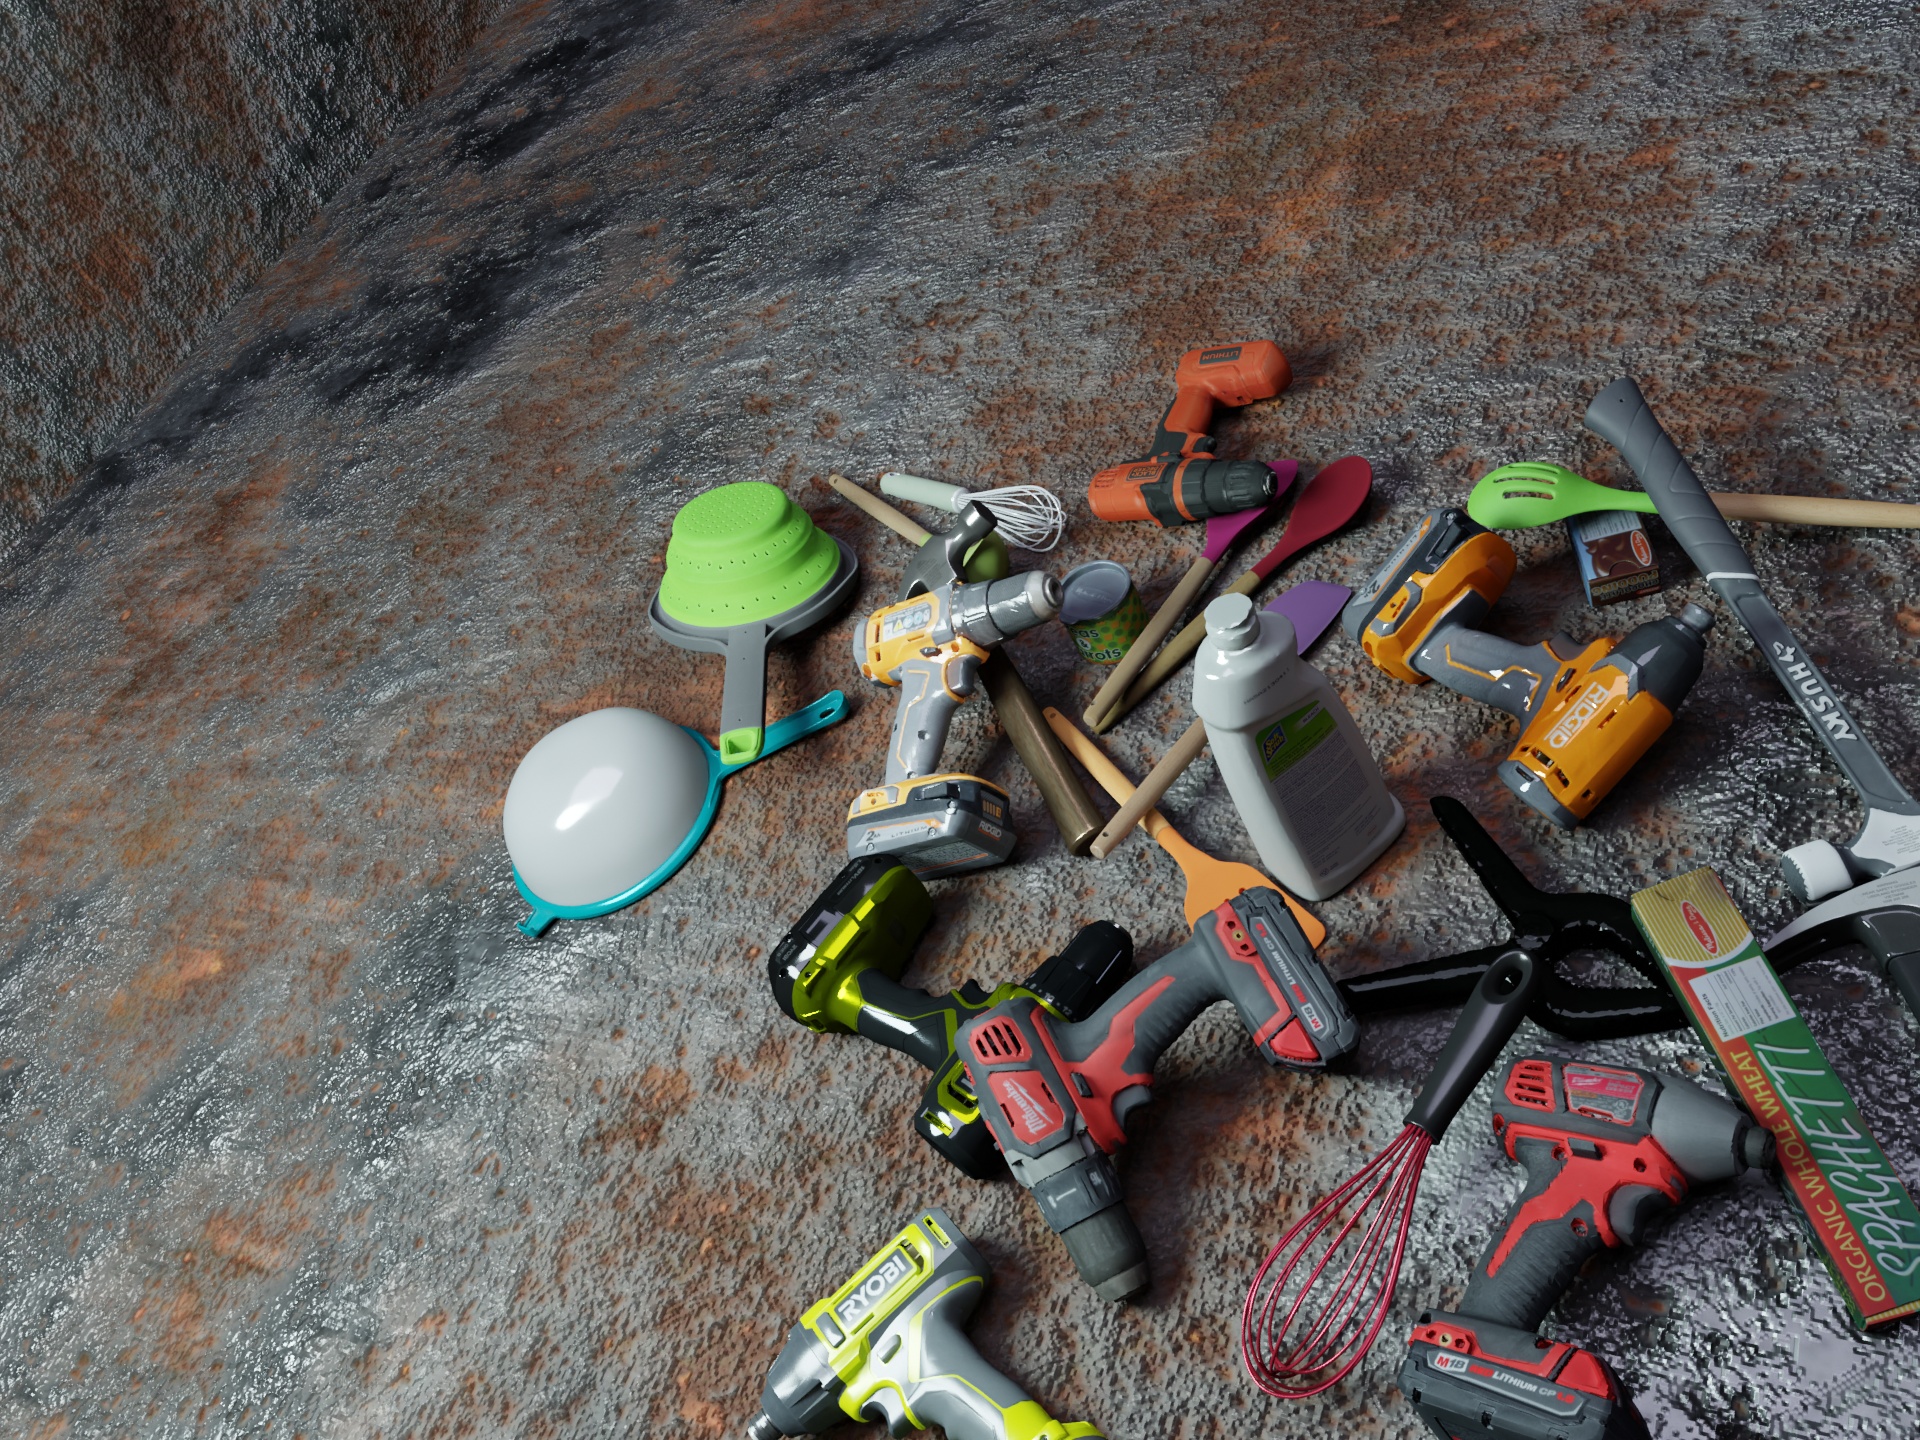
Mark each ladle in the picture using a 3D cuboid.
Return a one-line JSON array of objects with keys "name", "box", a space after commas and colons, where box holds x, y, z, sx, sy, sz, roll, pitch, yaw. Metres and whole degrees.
[{"name": "ladle", "box": [-0.053, -0.183, 1.488, 0.078, 0.062, 0.320, -55, 41, 3]}, {"name": "ladle", "box": [0.218, -0.098, 1.275, 0.315, 0.031, 0.069, -43, 31, -9]}]

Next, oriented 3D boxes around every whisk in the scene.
[{"name": "whisk", "box": [0.249, 0.248, 0.898, 0.073, 0.073, 0.296, 23, 67, 41]}, {"name": "whisk", "box": [0.007, -0.203, 1.482, 0.057, 0.059, 0.246, -15, 24, -39]}]

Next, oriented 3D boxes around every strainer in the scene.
[{"name": "strainer", "box": [-0.264, 0.034, 1.377, 0.340, 0.095, 0.211, -26, 43, 8]}]

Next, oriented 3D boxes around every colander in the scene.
[{"name": "colander", "box": [-0.198, -0.110, 1.419, 0.204, 0.094, 0.398, -11, 36, 3]}]

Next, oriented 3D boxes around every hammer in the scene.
[{"name": "hammer", "box": [0.529, 0.219, 0.799, 0.146, 0.035, 0.335, -17, 45, 14]}, {"name": "hammer", "box": [0.517, -0.079, 1.031, 0.149, 0.036, 0.409, -21, 54, 8]}, {"name": "hammer", "box": [0.033, -0.026, 1.266, 0.130, 0.031, 0.332, -45, 50, 23]}]

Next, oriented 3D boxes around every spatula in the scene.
[{"name": "spatula", "box": [0.192, -0.008, 1.189, 0.060, 0.018, 0.316, 17, 53, 40]}, {"name": "spatula", "box": [0.140, 0.077, 1.162, 0.081, 0.041, 0.323, -36, 39, -4]}]

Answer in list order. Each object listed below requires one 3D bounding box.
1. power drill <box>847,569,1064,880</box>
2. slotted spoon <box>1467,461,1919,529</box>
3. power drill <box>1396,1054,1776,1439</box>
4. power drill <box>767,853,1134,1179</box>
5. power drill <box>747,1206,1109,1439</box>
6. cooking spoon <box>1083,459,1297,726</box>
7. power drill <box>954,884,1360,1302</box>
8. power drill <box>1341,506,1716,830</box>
[{"name": "power drill", "box": [-0.002, -0.004, 1.216, 0.185, 0.084, 0.226, -17, 59, 34]}, {"name": "slotted spoon", "box": [0.521, -0.153, 1.118, 0.314, 0.031, 0.070, 7, 51, 21]}, {"name": "power drill", "box": [0.325, 0.277, 0.821, 0.143, 0.078, 0.220, 0, 47, 45]}, {"name": "power drill", "box": [-0.006, 0.184, 1.107, 0.229, 0.080, 0.190, 26, 68, 39]}, {"name": "power drill", "box": [-0.015, 0.408, 0.908, 0.171, 0.080, 0.223, -41, 40, -11]}, {"name": "cooking spoon", "box": [0.187, -0.110, 1.293, 0.069, 0.017, 0.319, 2, 46, 50]}, {"name": "power drill", "box": [0.129, 0.223, 0.968, 0.226, 0.080, 0.188, -28, 72, 0]}, {"name": "power drill", "box": [0.383, -0.052, 1.071, 0.164, 0.084, 0.227, -51, 43, 12]}]
